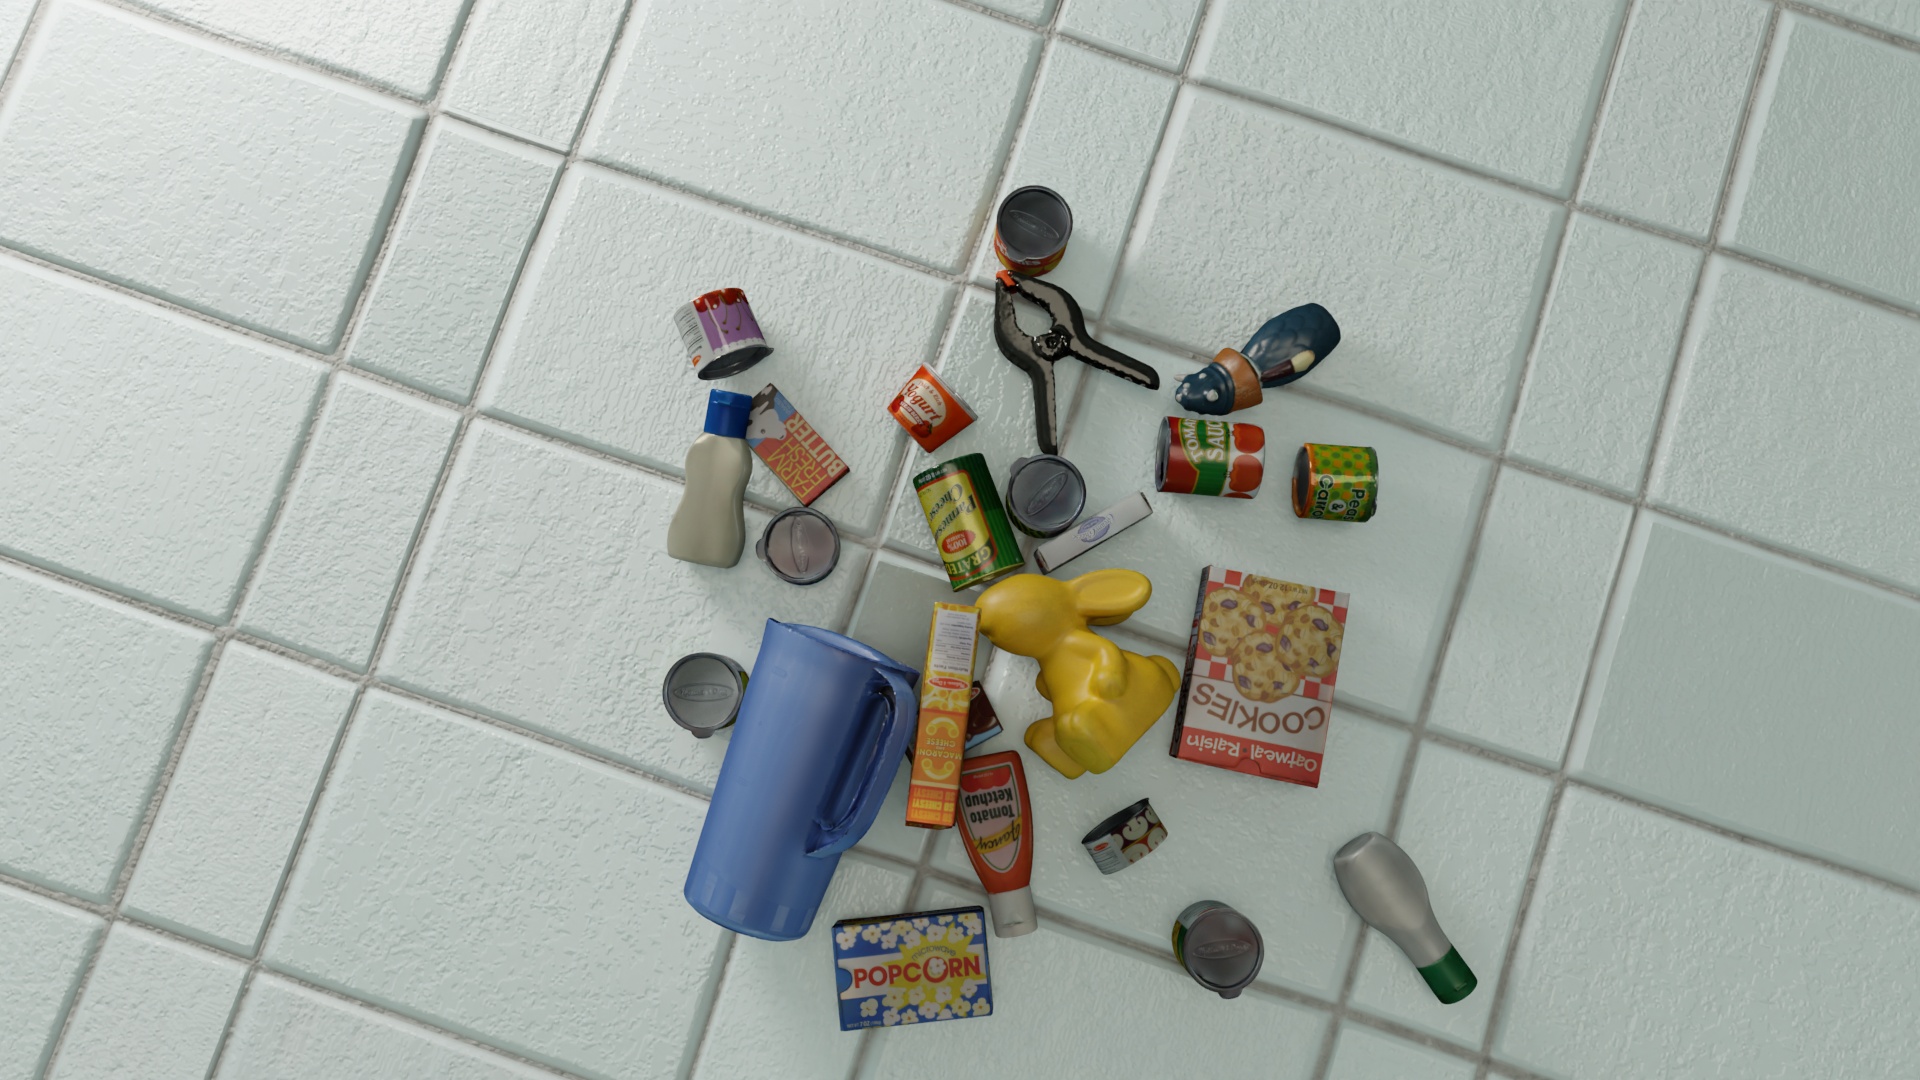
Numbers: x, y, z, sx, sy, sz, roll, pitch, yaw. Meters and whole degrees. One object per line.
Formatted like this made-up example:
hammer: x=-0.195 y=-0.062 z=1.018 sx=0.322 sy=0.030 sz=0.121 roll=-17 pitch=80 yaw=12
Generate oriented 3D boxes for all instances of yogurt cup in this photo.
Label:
yogurt cup: x=-0.026 y=-0.112 z=1.197 sx=0.054 sy=0.072 sz=0.072 roll=-43 pitch=86 yaw=3

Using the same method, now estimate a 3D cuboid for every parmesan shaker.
parmesan shaker: x=0.004 y=-0.015 z=1.185 sx=0.071 sy=0.071 sz=0.103 roll=-21 pitch=84 yaw=-3

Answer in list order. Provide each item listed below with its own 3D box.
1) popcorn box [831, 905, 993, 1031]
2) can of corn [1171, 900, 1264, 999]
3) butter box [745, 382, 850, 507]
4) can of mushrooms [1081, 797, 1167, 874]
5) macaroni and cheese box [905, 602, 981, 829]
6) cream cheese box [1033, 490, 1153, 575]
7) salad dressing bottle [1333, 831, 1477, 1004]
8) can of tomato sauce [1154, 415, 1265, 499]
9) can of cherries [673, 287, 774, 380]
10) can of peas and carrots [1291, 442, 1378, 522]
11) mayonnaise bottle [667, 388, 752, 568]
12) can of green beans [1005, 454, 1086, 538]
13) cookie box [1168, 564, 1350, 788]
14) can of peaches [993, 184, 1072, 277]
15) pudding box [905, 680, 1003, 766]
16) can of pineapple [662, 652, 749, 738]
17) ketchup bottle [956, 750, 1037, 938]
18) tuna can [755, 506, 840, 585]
popcorn box: x=-0.039 y=0.354 z=1.151 sx=0.127 sy=0.038 sz=0.085 roll=-6 pitch=84 yaw=-2
can of corn: x=0.212 y=0.337 z=1.148 sx=0.071 sy=0.058 sz=0.071 roll=0 pitch=83 yaw=-1
butter box: x=-0.149 y=-0.082 z=1.210 sx=0.053 sy=0.024 sz=0.103 roll=-43 pitch=85 yaw=-5
can of mushrooms: x=0.139 y=0.246 z=1.155 sx=0.071 sy=0.071 sz=0.033 roll=-32 pitch=85 yaw=-4
macaroni and cheese box: x=-0.014 y=0.143 z=1.100 sx=0.040 sy=0.123 sz=0.167 roll=7 pitch=76 yaw=-1
cream cheese box: x=0.112 y=-0.006 z=1.191 sx=0.104 sy=0.053 sz=0.024 roll=-29 pitch=87 yaw=-4
salad dressing bottle: x=0.373 y=0.316 z=1.162 sx=0.064 sy=0.044 sz=0.147 roll=-35 pitch=86 yaw=-7
can of tomato sauce: x=0.214 y=-0.072 z=1.193 sx=0.083 sy=0.071 sz=0.071 roll=5 pitch=83 yaw=-1
can of cherries: x=-0.205 y=-0.179 z=1.202 sx=0.071 sy=0.071 sz=0.058 roll=-24 pitch=83 yaw=-4
can of peas and carrots: x=0.321 y=-0.048 z=1.192 sx=0.059 sy=0.071 sz=0.071 roll=4 pitch=83 yaw=0
mayonnaise bottle: x=-0.207 y=-0.053 z=1.183 sx=0.065 sy=0.041 sz=0.148 roll=11 pitch=94 yaw=4
can of green beans: x=0.072 y=-0.037 z=1.192 sx=0.071 sy=0.058 sz=0.071 roll=0 pitch=83 yaw=-1
cookie box: x=0.255 y=0.115 z=1.185 sx=0.123 sy=0.040 sz=0.167 roll=12 pitch=83 yaw=0
can of peaches: x=0.062 y=-0.269 z=1.220 sx=0.071 sy=0.058 sz=0.071 roll=0 pitch=84 yaw=-1
pudding box: x=-0.011 y=0.159 z=1.180 sx=0.084 sy=0.030 sz=0.049 roll=-27 pitch=83 yaw=-4
can of pineapple: x=-0.212 y=0.129 z=1.166 sx=0.071 sy=0.058 sz=0.071 roll=0 pitch=83 yaw=-1
ketchup bottle: x=0.033 y=0.254 z=1.163 sx=0.065 sy=0.043 sz=0.149 roll=-12 pitch=84 yaw=4
tuna can: x=-0.139 y=0.006 z=1.195 sx=0.071 sy=0.033 sz=0.071 roll=0 pitch=83 yaw=-1
